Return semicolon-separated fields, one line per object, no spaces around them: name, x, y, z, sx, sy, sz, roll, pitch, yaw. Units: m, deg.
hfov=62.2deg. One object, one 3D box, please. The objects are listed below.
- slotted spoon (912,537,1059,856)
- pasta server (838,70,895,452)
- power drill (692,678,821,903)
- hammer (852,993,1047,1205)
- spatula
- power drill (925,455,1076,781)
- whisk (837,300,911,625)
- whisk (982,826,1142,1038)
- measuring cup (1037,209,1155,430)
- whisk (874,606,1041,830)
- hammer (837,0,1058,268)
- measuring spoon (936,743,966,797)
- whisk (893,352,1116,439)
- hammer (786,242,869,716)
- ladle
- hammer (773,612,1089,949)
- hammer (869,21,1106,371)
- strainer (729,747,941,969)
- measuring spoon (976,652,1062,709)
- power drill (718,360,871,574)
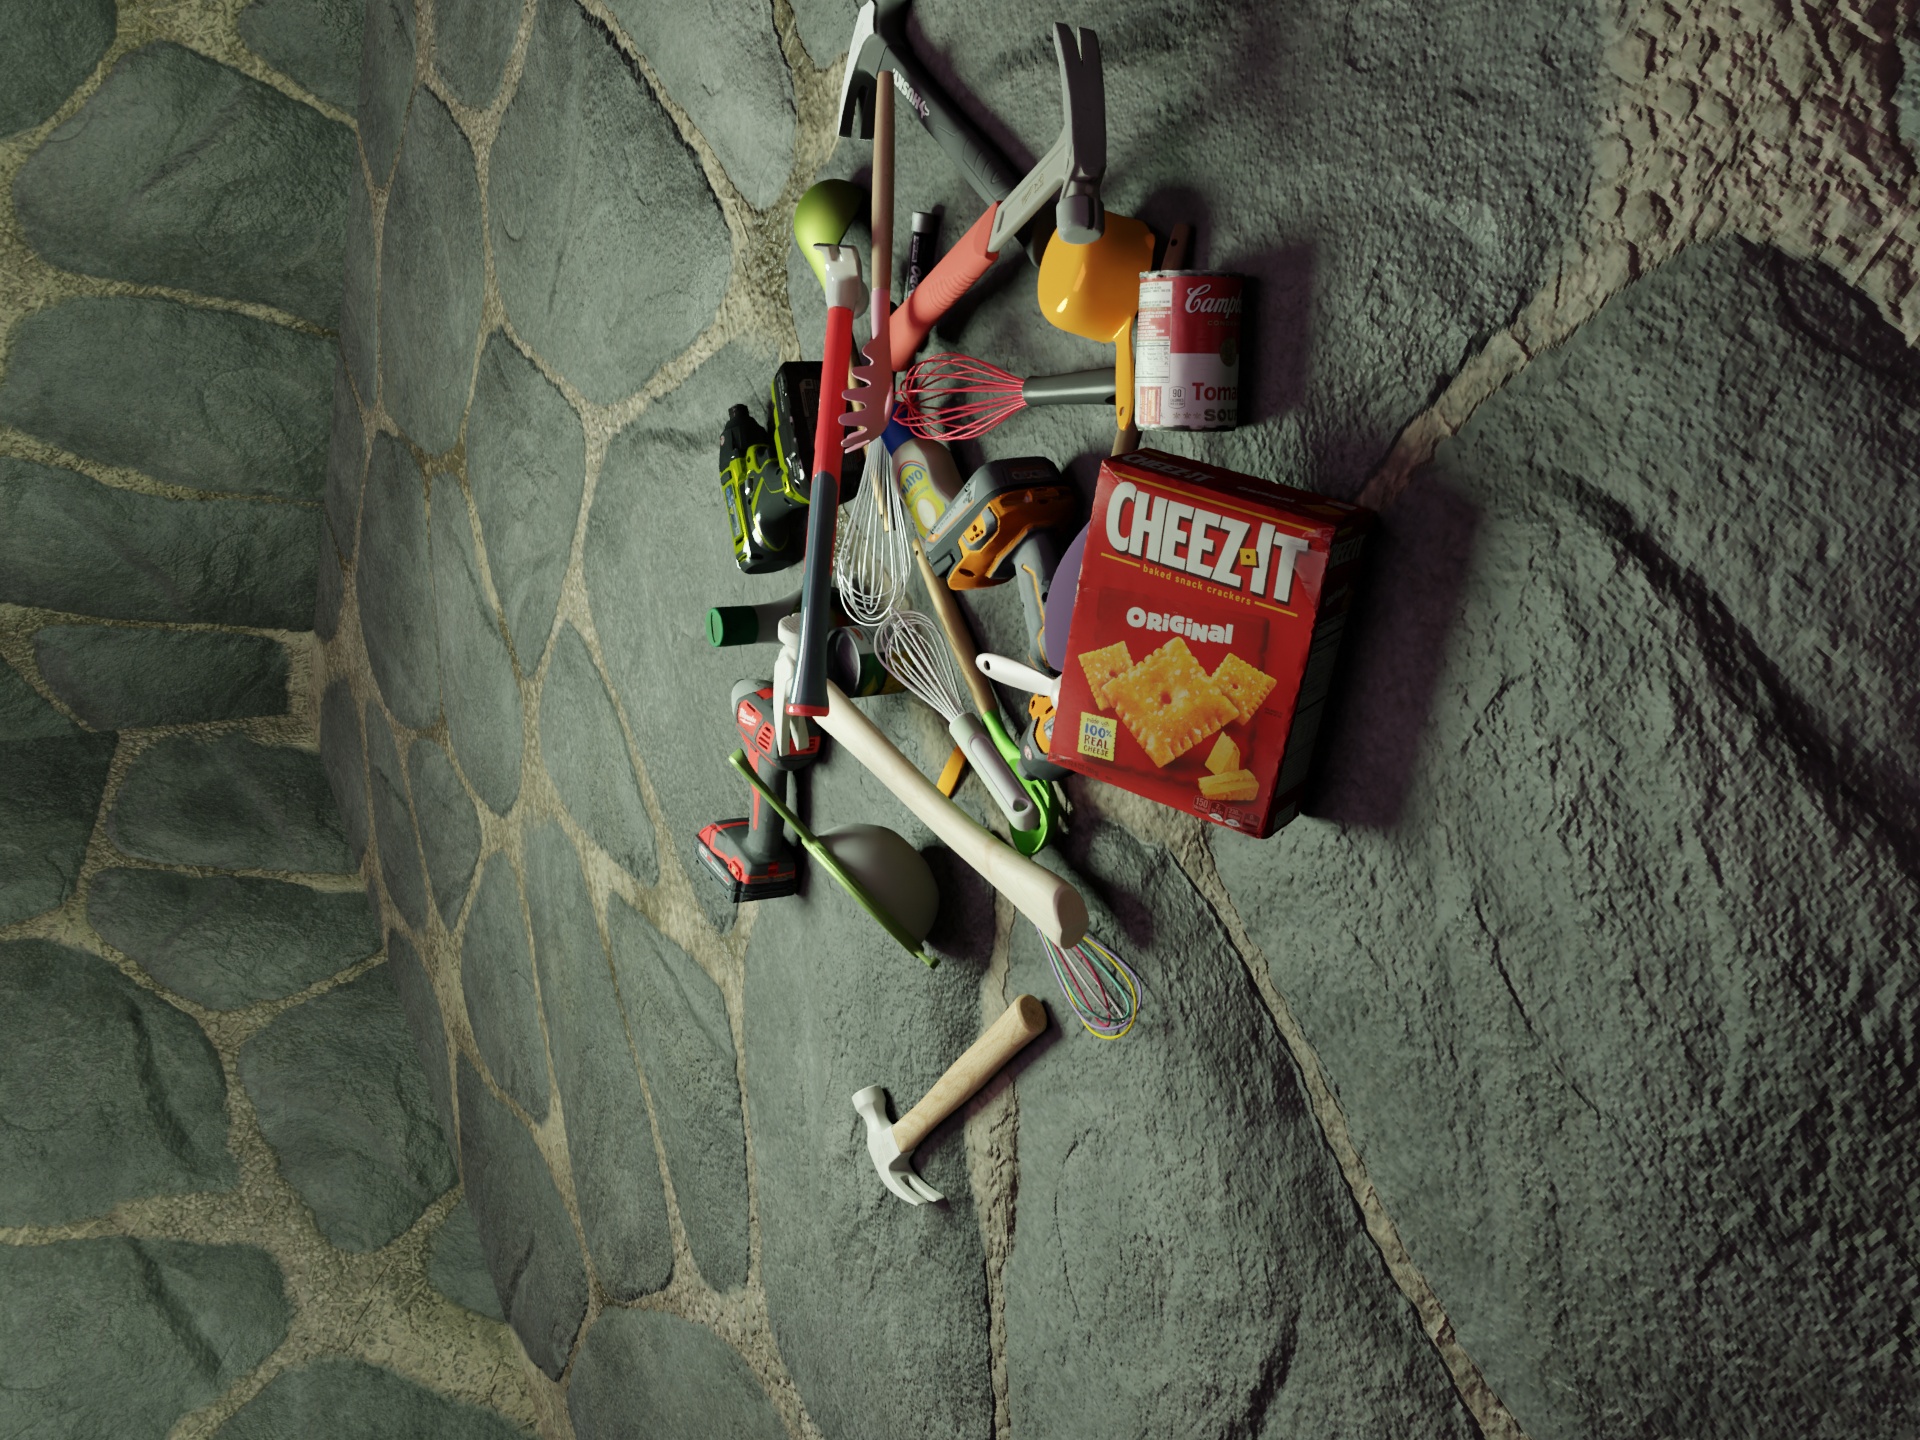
slotted spoon;0.018;-0.028;1.328;0.070;0.031;0.314;-53;51;47
pasta server;-0.071;-0.373;1.287;0.060;0.040;0.316;60;-149;-83
power drill;-0.212;0.067;1.653;0.143;0.078;0.219;40;125;47
hammer;-0.007;0.334;1.426;0.331;0.031;0.130;-53;52;46
spatula;0.112;-0.185;1.101;0.060;0.018;0.316;21;100;37
power drill;0.057;-0.068;1.213;0.164;0.084;0.227;-46;62;50
whisk;-0.070;-0.225;1.393;0.070;0.070;0.284;6;93;56
whisk;0.067;0.165;1.274;0.245;0.051;0.047;49;140;45
measuring cup;0.091;-0.277;1.099;0.095;0.052;0.174;136;140;-54
whisk;-0.002;-0.004;1.297;0.247;0.058;0.059;56;169;32
hammer;-0.008;-0.467;1.280;0.335;0.035;0.146;58;139;33
measuring spoon;-0.007;0.037;1.381;0.021;0.011;0.116;63;148;31
whisk;0.044;-0.252;1.221;0.296;0.073;0.073;10;104;51
hammer;-0.114;-0.196;1.324;0.143;0.038;0.386;48;-134;-88
ladle;-0.089;-0.329;1.434;0.078;0.062;0.320;-11;94;55
hammer;-0.038;0.066;1.340;0.411;0.038;0.146;40;138;38
hammer;0.011;-0.360;1.196;0.359;0.036;0.149;156;114;-64
strainer;-0.099;0.101;1.404;0.256;0.069;0.152;50;173;-23
measuring spoon;0.047;-0.028;1.161;0.124;0.018;0.034;23;121;48
power drill;-0.171;-0.253;1.532;0.223;0.080;0.171;-23;76;59
